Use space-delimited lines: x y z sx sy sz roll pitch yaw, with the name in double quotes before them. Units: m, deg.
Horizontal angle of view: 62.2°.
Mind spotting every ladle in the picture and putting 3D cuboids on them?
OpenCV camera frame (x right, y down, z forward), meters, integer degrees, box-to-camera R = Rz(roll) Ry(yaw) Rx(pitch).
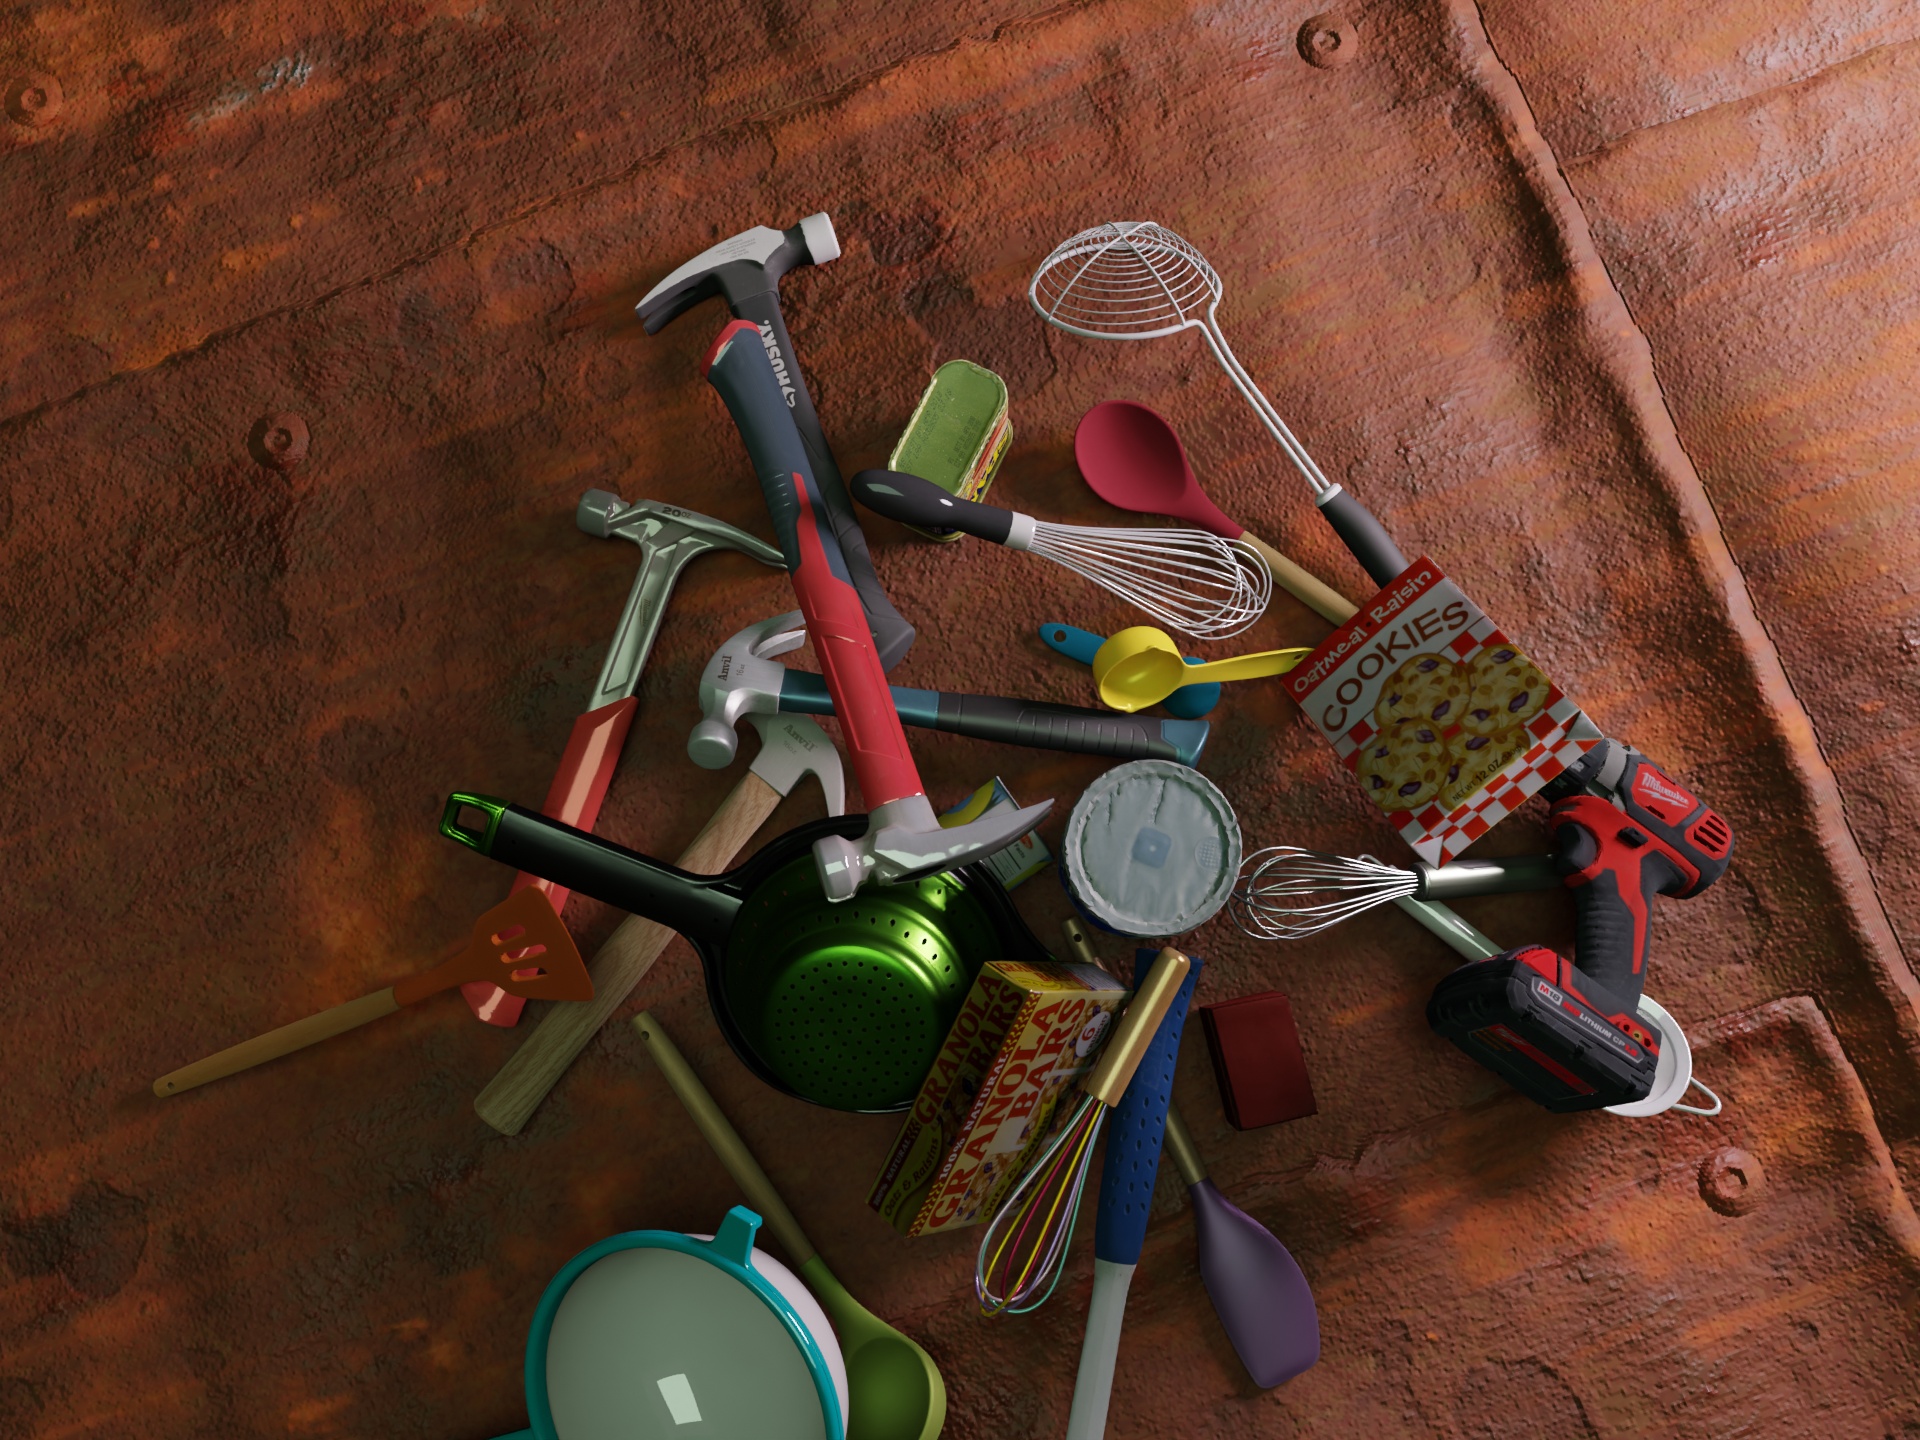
"ladle" 0.208 -0.107 1.062 0.315 0.031 0.069 37 89 5
"ladle" -0.115 0.317 0.986 0.078 0.062 0.320 -37 85 19

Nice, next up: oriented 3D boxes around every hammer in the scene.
"hammer" -0.107 -0.179 1.055 0.146 0.035 0.335 -20 72 -1
"hammer" -0.070 -0.087 0.982 0.143 0.038 0.387 -16 70 -9
"hammer" -0.237 0.030 1.054 0.149 0.036 0.359 18 82 5
"hammer" 0.088 0.343 0.984 0.144 0.035 0.405 10 86 5
"hammer" -0.197 0.132 1.040 0.130 0.031 0.331 38 85 7
"hammer" -0.002 -0.003 1.029 0.331 0.033 0.128 8 46 -4

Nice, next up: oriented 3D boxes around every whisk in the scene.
"whisk" 0.075 0.248 0.955 0.051 0.047 0.245 28 85 18
"whisk" 0.278 0.101 0.994 0.246 0.058 0.059 -3 99 -17
"whisk" 0.066 -0.109 1.006 0.284 0.070 0.070 14 82 -13

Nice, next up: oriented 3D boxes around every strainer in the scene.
"strainer" 0.358 0.168 1.010 0.258 0.050 0.087 39 63 13
"strainer" -0.197 0.414 0.965 0.340 0.095 0.211 -25 85 24

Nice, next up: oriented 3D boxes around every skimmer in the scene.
"skimmer" 0.192 -0.188 1.068 0.127 0.090 0.363 -41 94 -32

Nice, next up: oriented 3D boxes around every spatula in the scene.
"spatula" 0.141 0.268 1.014 0.060 0.018 0.316 -27 83 -2
"spatula" -0.380 0.186 1.008 0.322 0.041 0.081 -21 101 10

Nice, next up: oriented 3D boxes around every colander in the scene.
"colander" -0.137 0.137 0.958 0.397 0.094 0.204 21 106 -2

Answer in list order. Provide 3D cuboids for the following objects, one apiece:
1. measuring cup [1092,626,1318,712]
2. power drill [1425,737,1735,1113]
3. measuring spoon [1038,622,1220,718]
"measuring cup" 0.158 -0.041 1.029 0.156 0.062 0.029 -7 51 -17
"power drill" 0.361 0.099 0.962 0.188 0.080 0.227 35 61 -6
"measuring spoon" 0.112 -0.039 1.057 0.128 0.021 0.042 21 83 3
